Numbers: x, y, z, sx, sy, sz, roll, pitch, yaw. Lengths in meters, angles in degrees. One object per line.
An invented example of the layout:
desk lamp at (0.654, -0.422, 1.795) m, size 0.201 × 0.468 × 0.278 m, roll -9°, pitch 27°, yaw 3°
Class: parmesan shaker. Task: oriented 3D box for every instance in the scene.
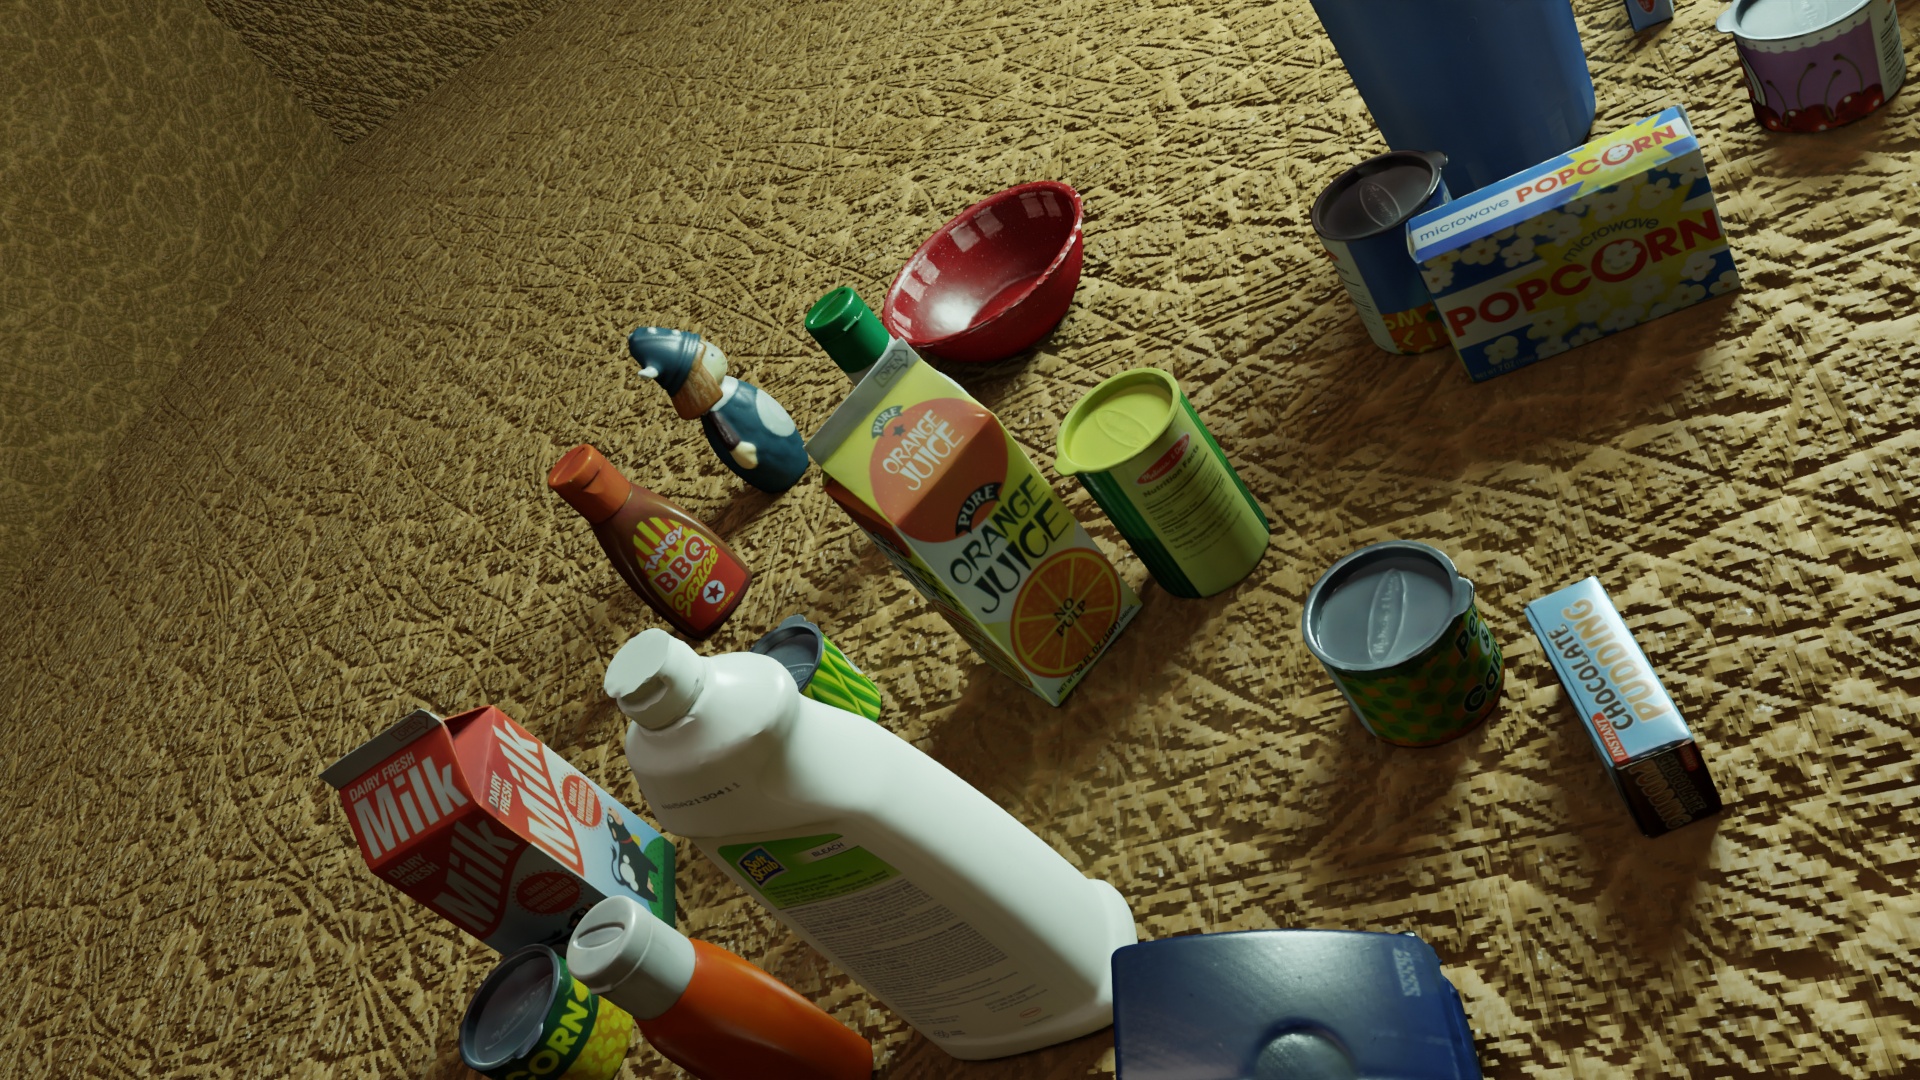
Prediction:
parmesan shaker at (0.099, -0.025, 0.688) m, size 0.071 × 0.103 × 0.072 m, roll -25°, pitch 38°, yaw 21°

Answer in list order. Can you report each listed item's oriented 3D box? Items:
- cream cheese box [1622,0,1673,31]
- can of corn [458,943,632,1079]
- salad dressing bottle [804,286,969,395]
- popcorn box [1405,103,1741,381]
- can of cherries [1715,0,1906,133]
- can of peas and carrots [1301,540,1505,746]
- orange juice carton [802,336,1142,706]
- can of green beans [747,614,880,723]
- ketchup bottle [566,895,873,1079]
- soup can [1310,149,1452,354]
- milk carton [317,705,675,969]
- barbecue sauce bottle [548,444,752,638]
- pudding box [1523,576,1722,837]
cream cheese box at (0.393, -0.349, 0.811) m, size 0.024 × 0.053 × 0.104 m, roll -14°, pitch 43°, yaw 33°
can of corn at (-0.211, 0.253, 0.714) m, size 0.071 × 0.058 × 0.071 m, roll -25°, pitch 38°, yaw 21°
salad dressing bottle at (-0.037, -0.090, 0.848) m, size 0.064 × 0.147 × 0.044 m, roll -46°, pitch 35°, yaw -7°
popcorn box at (0.285, -0.135, 0.651) m, size 0.126 × 0.085 × 0.038 m, roll -21°, pitch 40°, yaw 26°
can of cherries at (0.411, -0.240, 0.671) m, size 0.071 × 0.058 × 0.072 m, roll -25°, pitch 38°, yaw 21°
can of peas and carrots at (0.186, 0.043, 0.573) m, size 0.071 × 0.058 × 0.071 m, roll -25°, pitch 38°, yaw 21°
orange juice carton at (0.002, -0.009, 0.683) m, size 0.072 × 0.192 × 0.073 m, roll -49°, pitch 36°, yaw -11°
can of green beans at (-0.087, 0.088, 0.778) m, size 0.071 × 0.057 × 0.071 m, roll -25°, pitch 38°, yaw 21°
ketchup bottle at (-0.103, 0.202, 0.589) m, size 0.064 × 0.148 × 0.044 m, roll -20°, pitch 40°, yaw 27°
soup can at (0.231, -0.149, 0.718) m, size 0.071 × 0.083 × 0.072 m, roll -25°, pitch 38°, yaw 21°
milk carton at (-0.237, 0.156, 0.728) m, size 0.072 × 0.190 × 0.074 m, roll -32°, pitch 36°, yaw 12°
barbecue sauce bottle at (-0.204, -0.002, 0.905) m, size 0.044 × 0.148 × 0.065 m, roll 18°, pitch 65°, yaw 51°
pudding box at (0.242, 0.059, 0.511) m, size 0.030 × 0.049 × 0.084 m, roll -28°, pitch 37°, yaw 18°
